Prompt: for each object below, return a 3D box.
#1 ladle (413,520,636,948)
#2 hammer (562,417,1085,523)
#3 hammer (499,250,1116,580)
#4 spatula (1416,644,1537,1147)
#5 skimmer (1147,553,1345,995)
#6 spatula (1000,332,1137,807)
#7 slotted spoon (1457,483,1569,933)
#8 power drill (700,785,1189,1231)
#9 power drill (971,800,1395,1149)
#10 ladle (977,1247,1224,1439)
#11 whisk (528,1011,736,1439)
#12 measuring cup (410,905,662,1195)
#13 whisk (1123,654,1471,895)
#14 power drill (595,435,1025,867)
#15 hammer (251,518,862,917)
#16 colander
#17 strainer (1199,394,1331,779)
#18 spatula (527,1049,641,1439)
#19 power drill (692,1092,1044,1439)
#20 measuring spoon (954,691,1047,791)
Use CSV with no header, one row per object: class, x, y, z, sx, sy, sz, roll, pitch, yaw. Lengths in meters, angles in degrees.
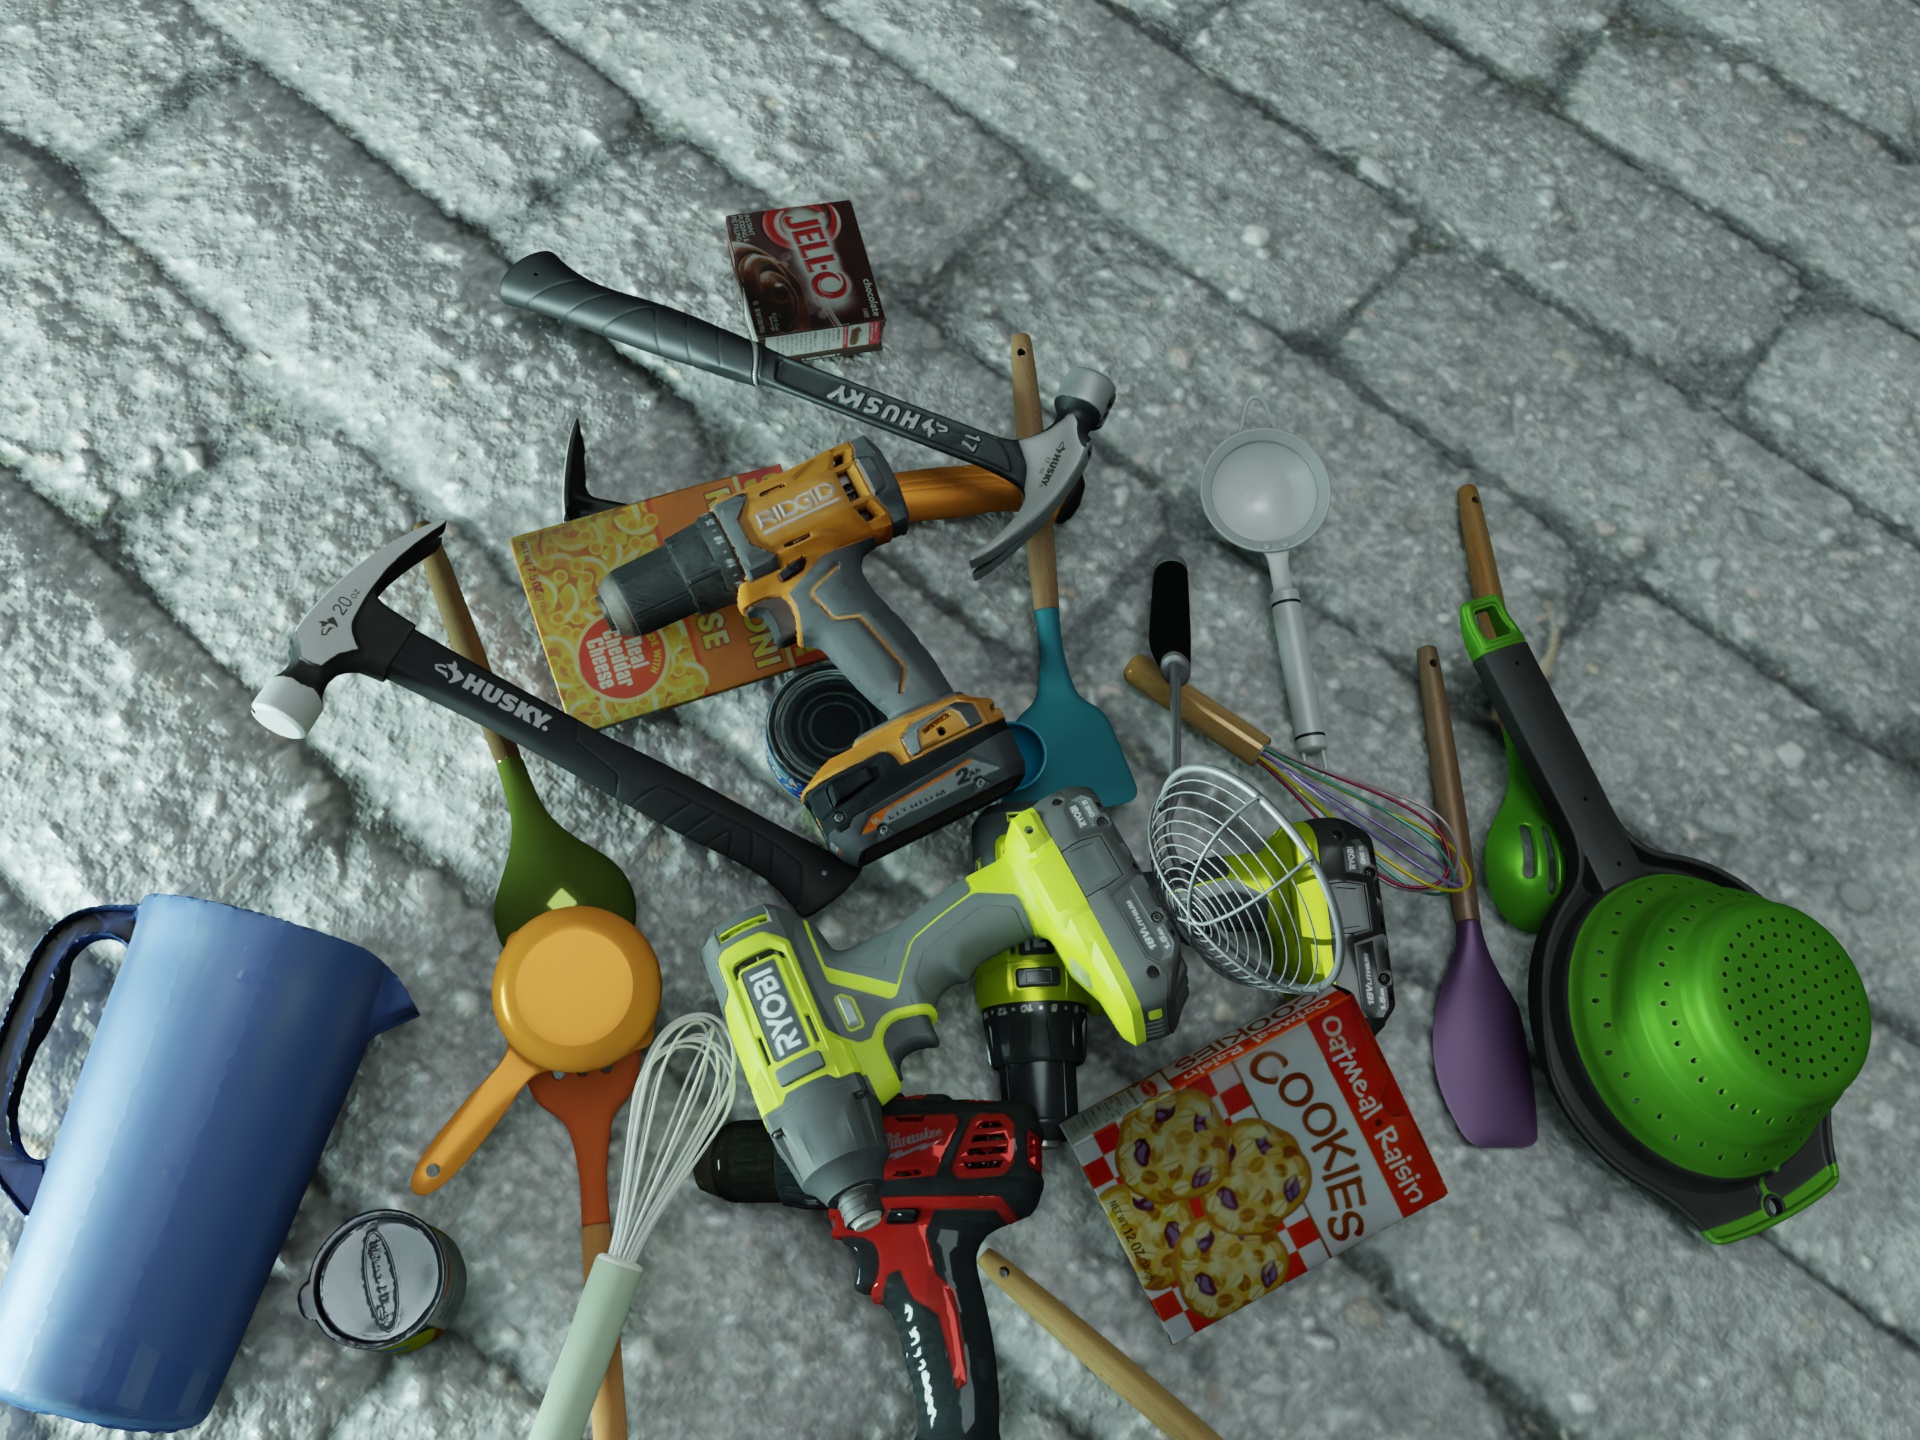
ladle,-0.274,0.010,0.948,0.078,0.062,0.320,-21,63,-14
hammer,-0.086,-0.146,1.032,0.337,0.034,0.127,-6,68,-8
hammer,-0.116,-0.217,1.016,0.409,0.036,0.149,22,74,13
spatula,0.303,0.098,0.970,0.059,0.018,0.316,3,67,-7
skimmer,0.151,0.003,0.890,0.090,0.127,0.364,-6,35,11
spatula,0.053,-0.097,0.998,0.082,0.044,0.318,-6,80,5
slotted spoon,0.350,-0.018,1.021,0.070,0.031,0.314,6,63,-16
power drill,-0.004,0.142,0.813,0.223,0.080,0.171,-25,58,-5
power drill,0.120,0.141,0.903,0.228,0.080,0.191,-2,71,-4
ladle,0.133,0.383,0.824,0.315,0.031,0.069,38,66,13
whisk,-0.171,0.267,0.807,0.059,0.057,0.246,8,69,31
measuring cup,-0.225,0.172,0.820,0.095,0.052,0.174,38,73,-1
whisk,0.204,0.032,0.976,0.245,0.051,0.047,35,68,17
power drill,-0.086,-0.031,0.905,0.185,0.084,0.226,-26,80,-10
hammer,-0.206,0.016,0.898,0.334,0.035,0.146,29,59,-11
colander,0.403,0.091,0.913,0.204,0.094,0.397,-17,75,-22
strainer,0.207,-0.085,1.031,0.087,0.050,0.259,-6,73,-2
spatula,-0.189,0.287,0.827,0.081,0.041,0.323,-6,68,-9
power drill,-0.051,0.304,0.806,0.188,0.080,0.227,-4,64,11
measuring spoon,-0.002,-0.003,0.959,0.129,0.021,0.042,38,88,14
